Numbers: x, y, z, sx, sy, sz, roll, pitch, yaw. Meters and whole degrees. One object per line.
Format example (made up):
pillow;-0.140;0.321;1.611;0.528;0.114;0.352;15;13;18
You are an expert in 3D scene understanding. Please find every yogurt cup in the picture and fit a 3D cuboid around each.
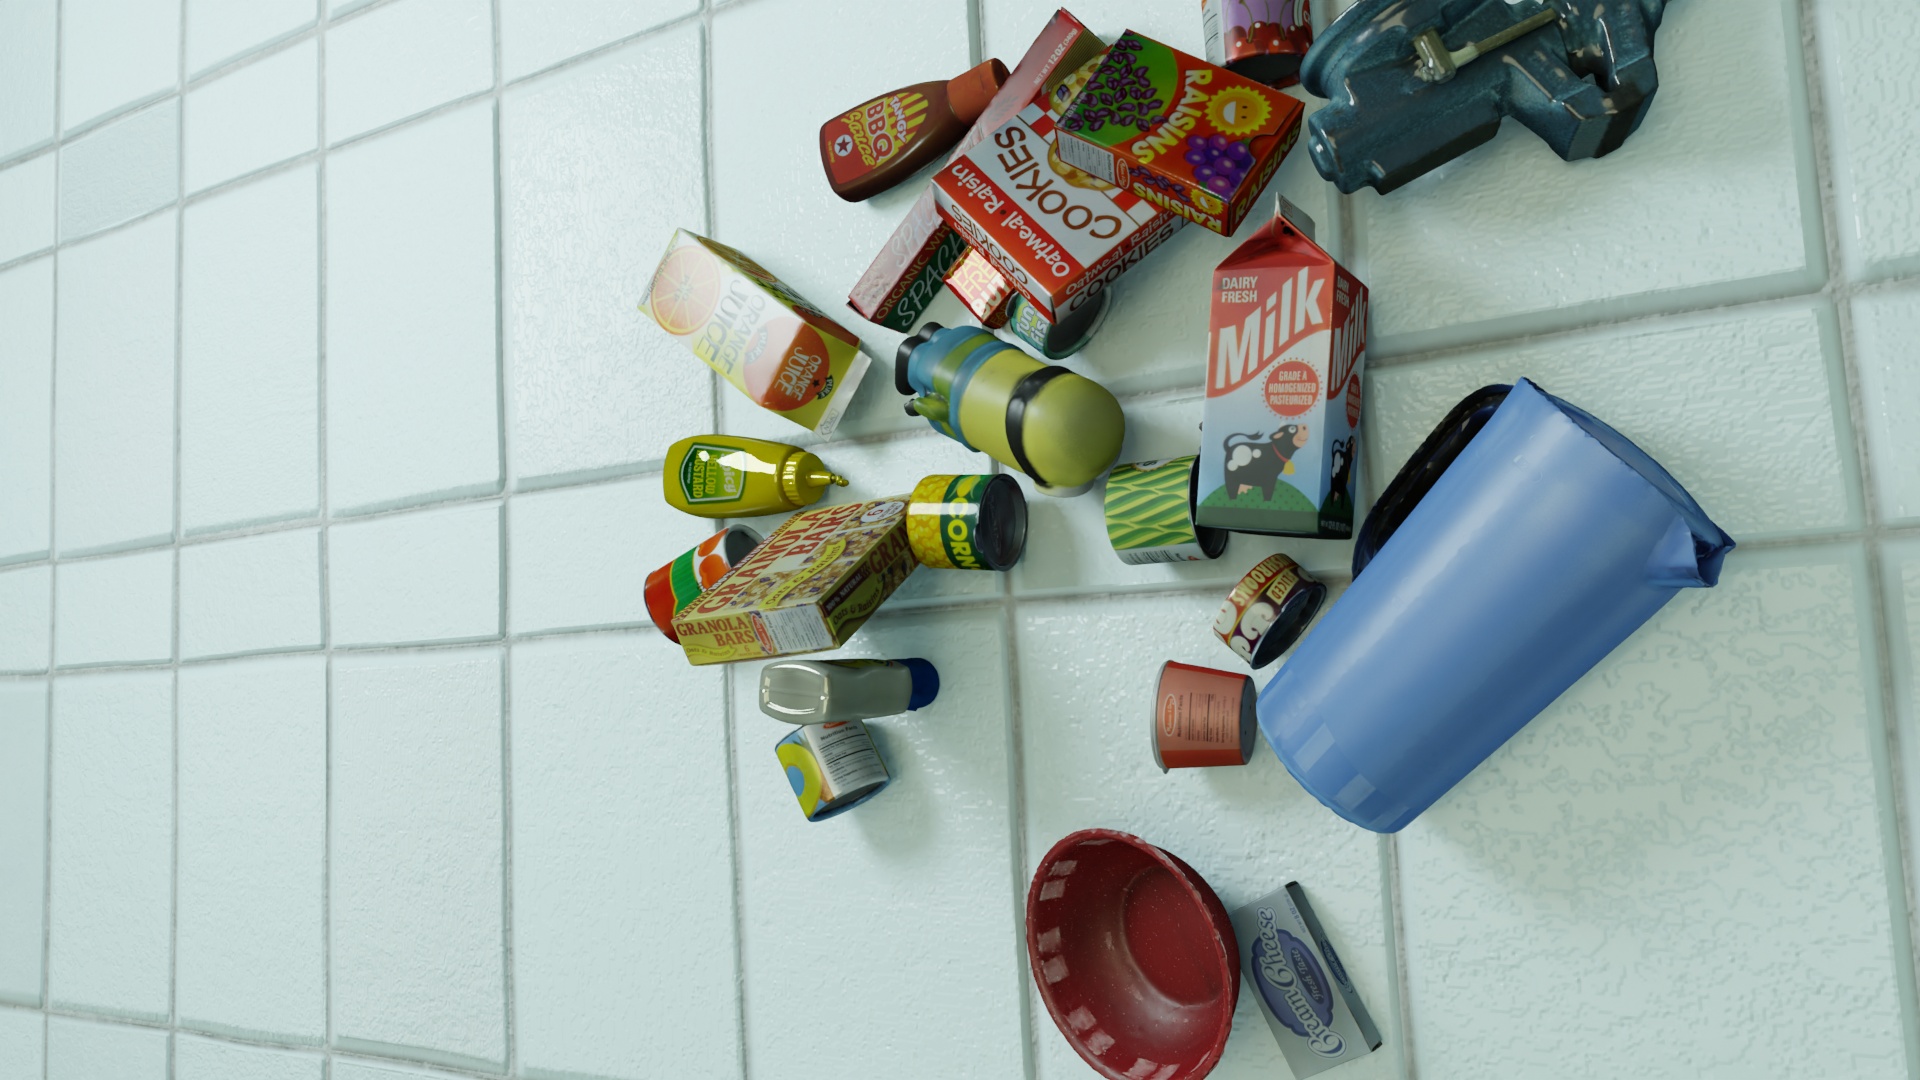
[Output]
yogurt cup;0.150;0.108;0.851;0.054;0.072;0.072;1;87;23

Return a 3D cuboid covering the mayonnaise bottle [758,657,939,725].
mayonnaise bottle;-0.067;0.098;0.930;0.065;0.148;0.041;3;89;31

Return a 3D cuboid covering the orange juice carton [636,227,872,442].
orange juice carton;-0.146;-0.153;1.039;0.193;0.073;0.071;38;105;26

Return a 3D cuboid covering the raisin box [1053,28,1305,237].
raisin box;0.132;-0.248;0.842;0.123;0.040;0.086;30;74;19

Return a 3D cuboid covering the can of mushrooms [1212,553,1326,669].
can of mushrooms;0.185;0.041;0.831;0.033;0.071;0.071;43;108;27

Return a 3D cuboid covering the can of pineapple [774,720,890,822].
can of pineapple;-0.091;0.161;0.989;0.071;0.071;0.058;-37;70;24

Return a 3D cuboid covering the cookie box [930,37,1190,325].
cookie box;0.084;-0.232;0.888;0.168;0.040;0.123;-38;66;-8

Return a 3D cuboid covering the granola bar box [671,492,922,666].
granola bar box;-0.099;0.024;0.948;0.124;0.166;0.039;-9;112;30

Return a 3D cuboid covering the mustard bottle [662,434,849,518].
mustard bottle;-0.152;-0.048;1.048;0.160;0.049;0.065;1;87;31

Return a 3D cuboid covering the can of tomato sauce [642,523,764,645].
can of tomato sauce;-0.187;0.036;1.052;0.083;0.071;0.071;-29;73;25

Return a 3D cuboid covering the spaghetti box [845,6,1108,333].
spaghetti box;0.012;-0.250;0.966;0.029;0.050;0.249;48;110;25

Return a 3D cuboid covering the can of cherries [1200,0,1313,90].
can of cherries;0.186;-0.316;0.858;0.071;0.071;0.058;-7;84;30

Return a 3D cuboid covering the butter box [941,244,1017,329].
butter box;0.038;-0.202;0.962;0.103;0.024;0.053;-49;65;18

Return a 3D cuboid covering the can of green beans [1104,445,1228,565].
can of green beans;0.129;-0.019;0.870;0.058;0.071;0.071;-6;84;31

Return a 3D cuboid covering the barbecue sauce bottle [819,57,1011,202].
barbecue sauce bottle;-0.030;-0.298;0.998;0.148;0.044;0.065;-18;77;28

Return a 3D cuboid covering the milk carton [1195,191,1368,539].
milk carton;0.188;-0.098;0.801;0.073;0.072;0.190;4;88;31

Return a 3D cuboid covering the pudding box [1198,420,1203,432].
pudding box;0.196;-0.077;0.856;0.083;0.030;0.050;-41;67;21

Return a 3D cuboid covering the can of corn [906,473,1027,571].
can of corn;0.003;-0.012;0.941;0.058;0.071;0.071;1;87;32

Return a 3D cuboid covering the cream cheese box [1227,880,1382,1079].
cream cheese box;0.202;0.263;0.832;0.053;0.024;0.104;-35;70;25

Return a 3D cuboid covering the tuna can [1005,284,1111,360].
tuna can;0.065;-0.154;0.915;0.033;0.071;0.071;41;107;26
